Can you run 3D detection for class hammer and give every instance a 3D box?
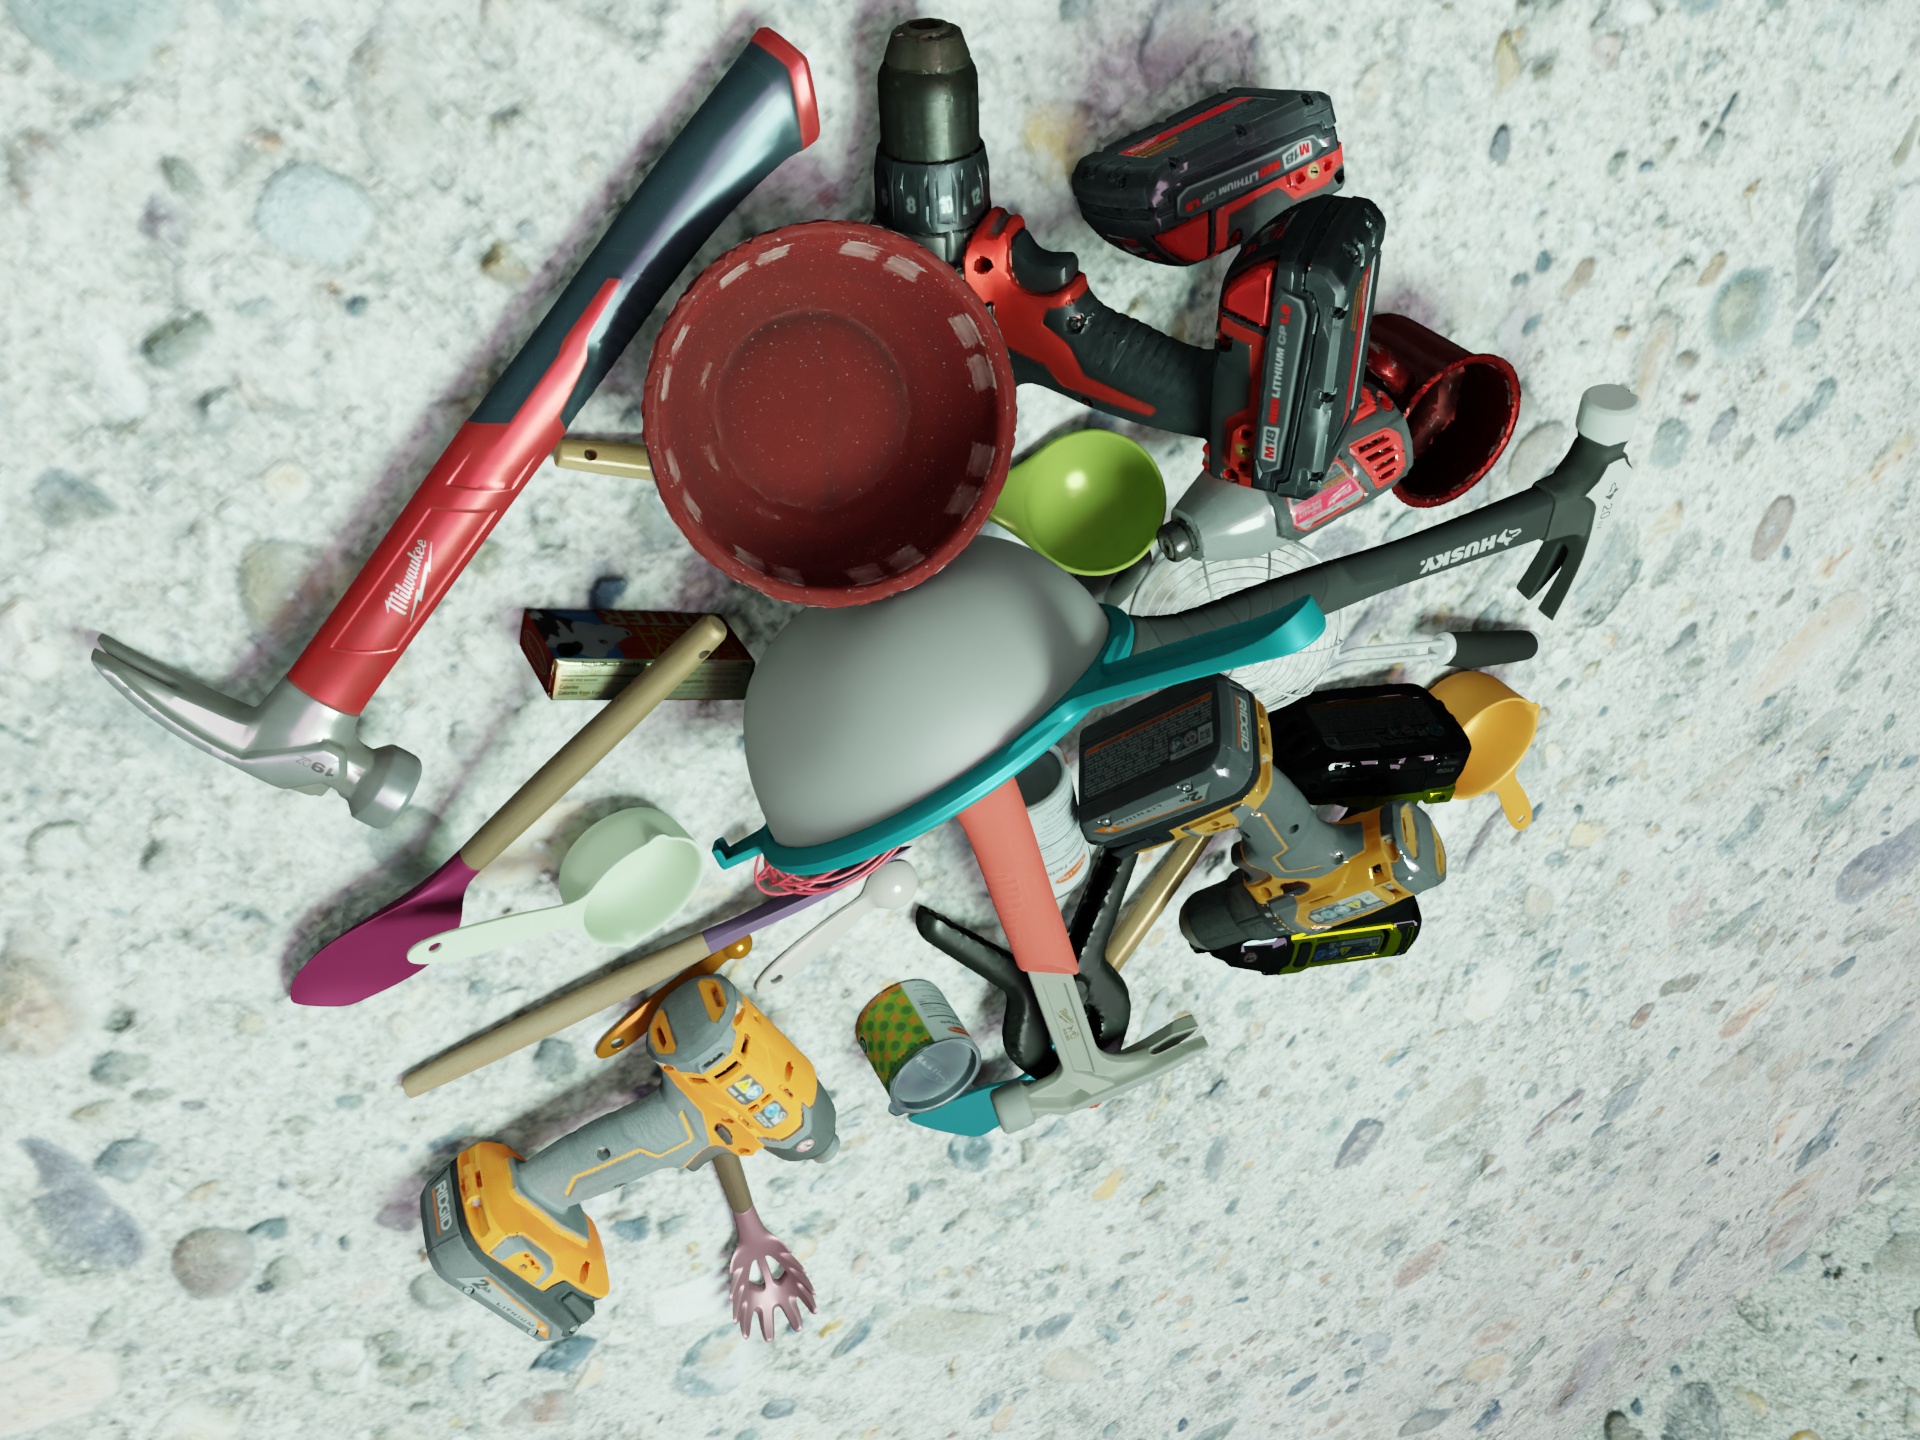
[{"bbox_3d":[0.227,-0.078,0.891,0.334,0.035,0.146,-20,137,-15],"label":"hammer"},{"bbox_3d":[0.053,0.121,0.951,0.149,0.037,0.358,-23,133,-4],"label":"hammer"},{"bbox_3d":[-0.200,-0.135,0.673,0.143,0.038,0.386,34,99,-30],"label":"hammer"}]

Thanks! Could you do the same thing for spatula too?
[{"bbox_3d":[0.085,0.182,1.124,0.082,0.044,0.317,27,102,-42],"label":"spatula"},{"bbox_3d":[-0.170,0.140,0.916,0.316,0.060,0.018,-25,90,-10],"label":"spatula"}]

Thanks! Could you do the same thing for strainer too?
[{"bbox_3d":[0.009,-0.037,0.714,0.211,0.340,0.095,-45,108,-35],"label":"strainer"}]

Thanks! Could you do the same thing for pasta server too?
[{"bbox_3d":[-0.150,0.314,1.062,0.060,0.040,0.316,-17,130,-10],"label":"pasta server"}]

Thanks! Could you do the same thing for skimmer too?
[{"bbox_3d":[0.263,-0.063,1.042,0.363,0.090,0.127,-5,132,-43],"label":"skimmer"}]

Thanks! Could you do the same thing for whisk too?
[{"bbox_3d":[-0.001,-0.003,0.900,0.296,0.073,0.073,-42,136,-7],"label":"whisk"}]

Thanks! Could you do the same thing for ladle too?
[{"bbox_3d":[-0.038,-0.118,0.787,0.320,0.062,0.078,1,88,-30],"label":"ladle"}]

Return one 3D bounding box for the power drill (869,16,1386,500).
[{"bbox_3d":[0.061,-0.197,0.692,0.080,0.227,0.187,-56,153,-45],"label":"power drill"}]

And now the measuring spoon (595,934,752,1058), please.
[{"bbox_3d":[-0.171,0.167,0.951,0.117,0.011,0.021,-39,135,-1],"label":"measuring spoon"}]

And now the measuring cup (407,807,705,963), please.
[{"bbox_3d":[-0.212,0.089,0.824,0.167,0.038,0.083,-13,137,-40],"label":"measuring cup"}]

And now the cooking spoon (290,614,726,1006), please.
[{"bbox_3d":[-0.223,0.052,0.778,0.319,0.017,0.068,-40,150,21],"label":"cooking spoon"}]

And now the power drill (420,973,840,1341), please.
[{"bbox_3d":[-0.186,0.268,0.955,0.226,0.084,0.164,-36,128,0],"label":"power drill"}]

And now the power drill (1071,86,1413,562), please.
[{"bbox_3d":[0.140,-0.187,0.794,0.143,0.079,0.219,-29,120,-11],"label":"power drill"}]

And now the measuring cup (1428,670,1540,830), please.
[{"bbox_3d":[0.384,0.028,1.176,0.095,0.052,0.173,-42,137,2],"label":"measuring cup"}]

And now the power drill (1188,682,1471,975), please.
[{"bbox_3d":[0.257,0.088,1.117,0.171,0.080,0.223,-5,130,-14],"label":"power drill"}]

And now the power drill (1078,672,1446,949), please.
[{"bbox_3d":[0.166,0.073,0.991,0.185,0.084,0.226,-27,135,37],"label":"power drill"}]

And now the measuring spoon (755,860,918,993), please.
[{"bbox_3d":[-0.075,0.133,0.982,0.124,0.018,0.034,-39,136,0],"label":"measuring spoon"}]
